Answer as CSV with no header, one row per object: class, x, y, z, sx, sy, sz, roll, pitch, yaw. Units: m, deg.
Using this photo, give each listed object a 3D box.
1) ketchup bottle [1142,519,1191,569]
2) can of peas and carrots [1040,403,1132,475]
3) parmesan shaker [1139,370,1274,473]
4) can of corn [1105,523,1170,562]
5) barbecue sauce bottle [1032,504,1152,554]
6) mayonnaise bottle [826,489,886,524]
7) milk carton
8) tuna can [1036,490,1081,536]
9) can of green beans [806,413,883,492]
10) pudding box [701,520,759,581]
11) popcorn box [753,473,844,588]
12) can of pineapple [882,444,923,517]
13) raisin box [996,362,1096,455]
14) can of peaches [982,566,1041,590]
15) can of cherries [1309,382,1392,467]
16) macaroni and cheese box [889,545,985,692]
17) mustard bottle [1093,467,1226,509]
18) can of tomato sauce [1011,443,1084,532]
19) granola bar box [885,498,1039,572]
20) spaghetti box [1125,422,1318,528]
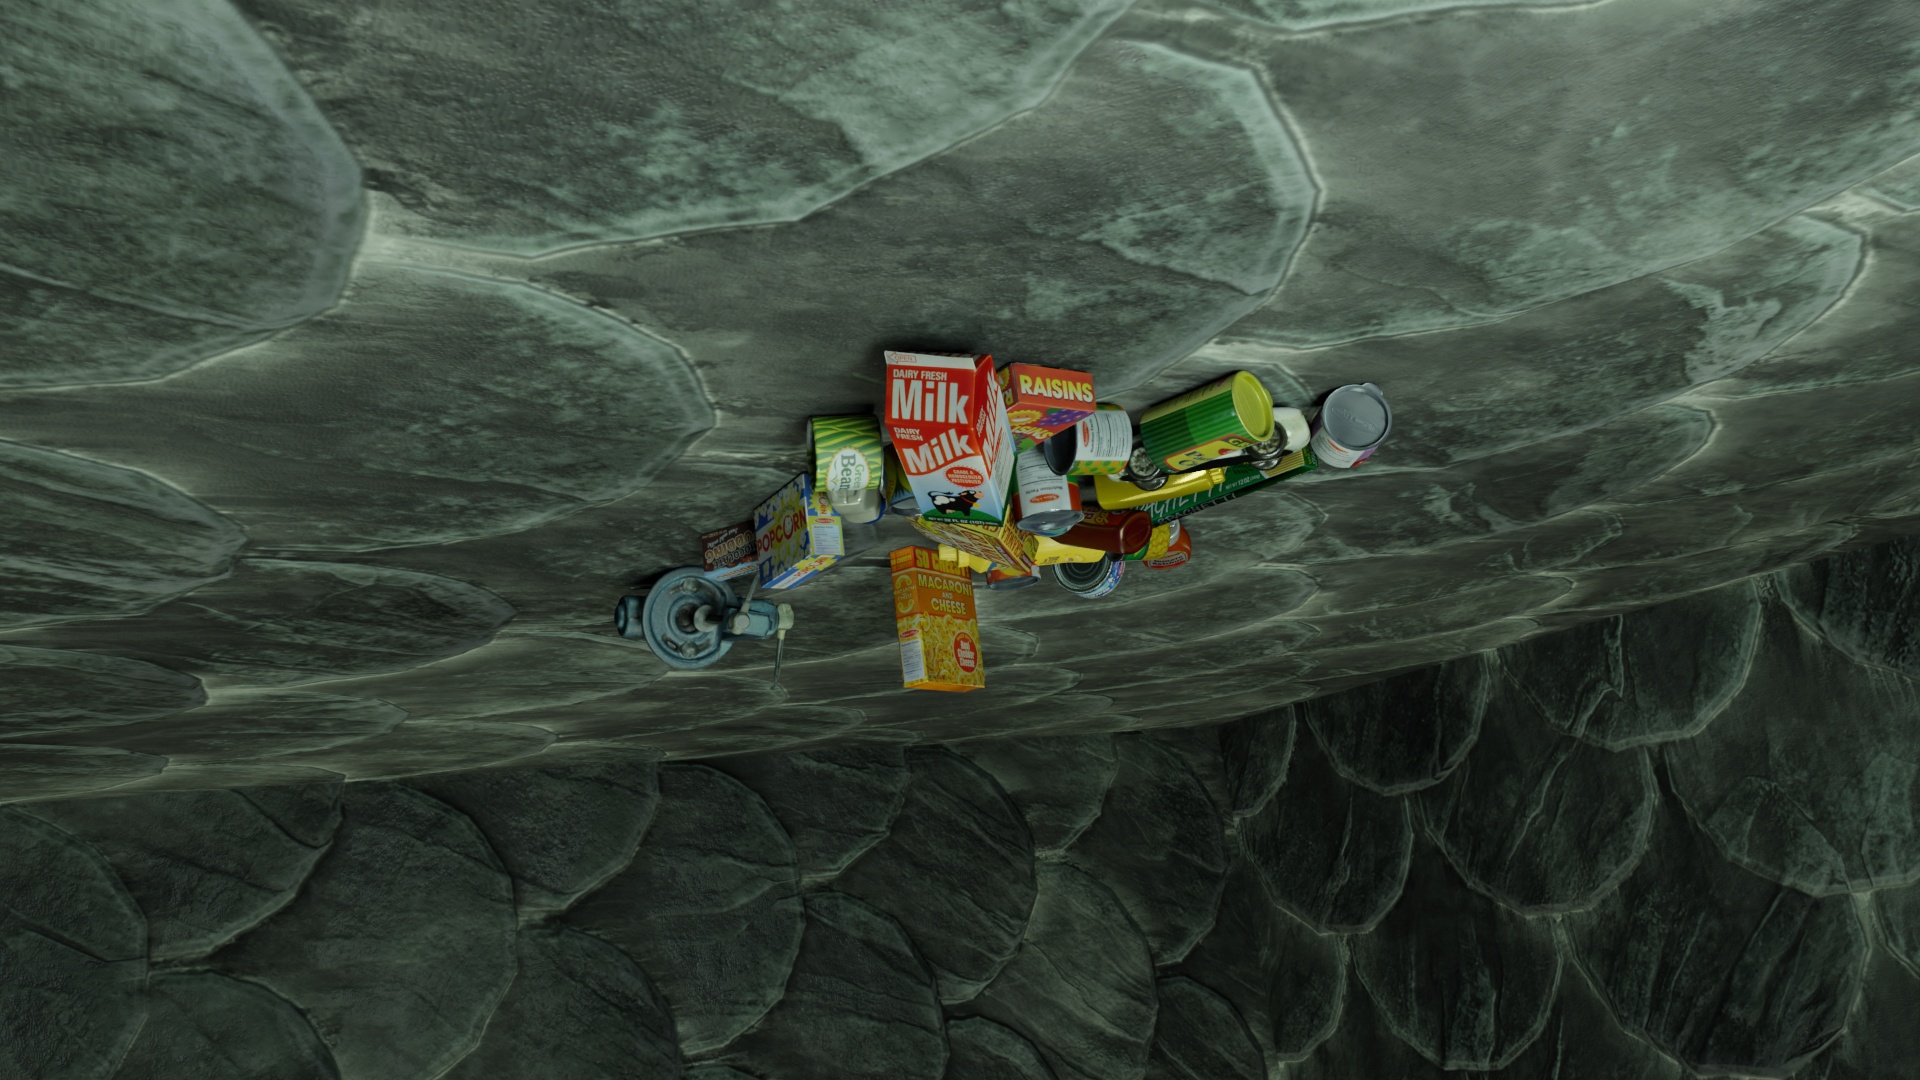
ketchup bottle,0.252,-0.001,1.715,0.065,0.043,0.148,-10,164,7
can of peas and carrots,0.114,-0.092,1.261,0.059,0.071,0.070,-2,164,-24
parmesan shaker,0.225,-0.106,1.265,0.103,0.071,0.071,-21,160,40
can of corn,0.204,-0.011,1.614,0.058,0.071,0.071,-3,164,-21
barbecue sauce bottle,0.130,-0.016,1.502,0.148,0.043,0.065,9,-156,39
mayonnaise bottle,-0.099,-0.046,1.330,0.041,0.065,0.148,-6,169,3
milk carton,-0.007,-0.090,1.109,0.072,0.074,0.189,6,152,14
tuna can,0.090,-0.039,1.447,0.071,0.071,0.032,-8,165,0
can of green beans,-0.101,-0.076,1.205,0.058,0.071,0.071,-4,164,-13
pudding box,-0.235,0.010,1.489,0.083,0.050,0.030,-15,162,24
popcorn box,-0.163,-0.008,1.389,0.038,0.085,0.126,3,162,-32
can of pineapple,-0.042,-0.059,1.315,0.071,0.058,0.071,-7,165,-2
raisin box,0.046,-0.111,1.203,0.086,0.040,0.123,4,163,-34
can of peaches,0.059,0.025,1.684,0.071,0.058,0.071,-7,166,-2
can of cherries,0.375,-0.110,1.331,0.071,0.071,0.058,-8,165,-1
macaroni and cheese box,-0.029,0.098,1.697,0.040,0.167,0.124,-17,162,32
mustard bottle,0.220,-0.069,1.432,0.160,0.049,0.065,-13,173,14
can of tomato sauce,0.080,-0.057,1.336,0.071,0.083,0.071,-7,165,-2
granola bar box,0.005,-0.018,1.425,0.124,0.039,0.165,19,172,17
spaghetti box,0.266,-0.063,1.478,0.029,0.050,0.249,9,158,-42
